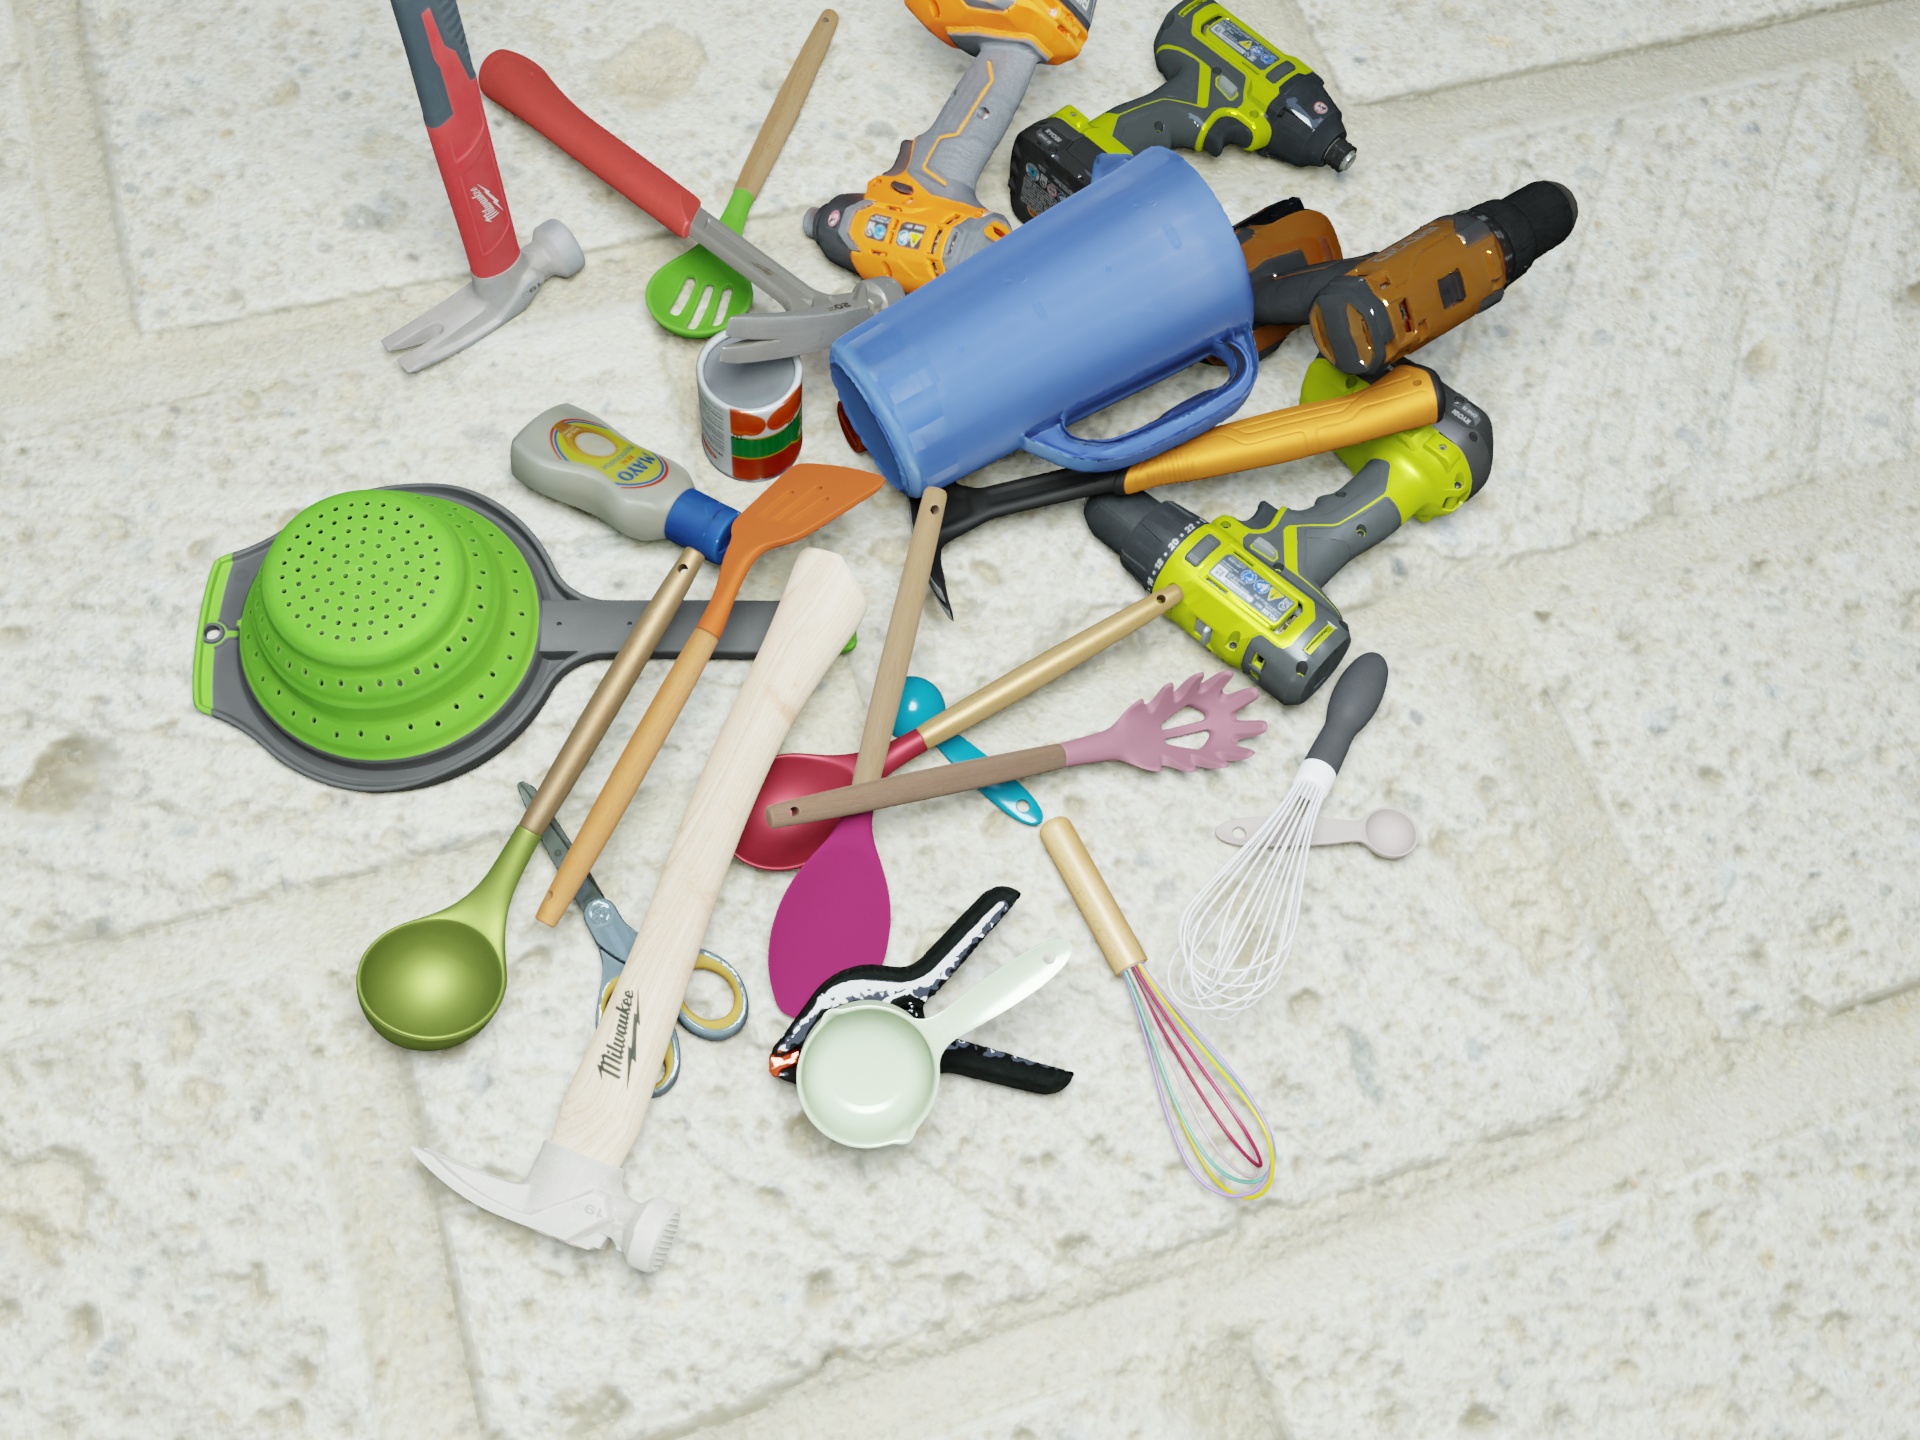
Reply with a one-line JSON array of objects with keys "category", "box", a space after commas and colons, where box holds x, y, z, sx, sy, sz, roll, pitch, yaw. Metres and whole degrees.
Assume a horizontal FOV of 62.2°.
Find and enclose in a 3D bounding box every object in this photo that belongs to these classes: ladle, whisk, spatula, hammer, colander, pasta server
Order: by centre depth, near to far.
[{"category": "hammer", "box": [-0.297, -0.340, 0.885, 0.143, 0.386, 0.038, -40, 78, -18]}, {"category": "ladle", "box": [-0.230, 0.038, 0.893, 0.078, 0.062, 0.320, 29, 81, 2]}, {"category": "hammer", "box": [-0.159, 0.084, 0.899, 0.146, 0.038, 0.411, 18, 73, 7]}, {"category": "spatula", "box": [-0.151, -0.024, 0.914, 0.081, 0.041, 0.323, 16, 72, 39]}, {"category": "whisk", "box": [0.113, 0.160, 0.919, 0.051, 0.047, 0.245, -21, 69, -19]}, {"category": "pasta server", "box": [0.038, 0.024, 0.935, 0.316, 0.040, 0.060, -11, 83, -24]}, {"category": "colander", "box": [-0.259, -0.068, 0.942, 0.397, 0.094, 0.205, 0, 69, -6]}, {"category": "whisk", "box": [0.198, 0.059, 0.950, 0.070, 0.070, 0.285, 30, 58, 6]}, {"category": "ladle", "box": [-0.002, -0.003, 0.957, 0.315, 0.031, 0.069, -29, 82, -7]}, {"category": "hammer", "box": [0.133, -0.156, 0.987, 0.337, 0.034, 0.127, -13, 55, 6]}, {"category": "hammer", "box": [-0.206, -0.343, 1.036, 0.359, 0.036, 0.149, 40, 42, 23]}]

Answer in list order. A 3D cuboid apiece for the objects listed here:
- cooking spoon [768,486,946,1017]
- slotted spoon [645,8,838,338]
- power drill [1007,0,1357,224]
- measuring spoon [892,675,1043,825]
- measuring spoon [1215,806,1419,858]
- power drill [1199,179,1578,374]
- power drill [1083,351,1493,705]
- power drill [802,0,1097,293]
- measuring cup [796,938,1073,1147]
[{"category": "cooking spoon", "box": [-0.050, 0.018, 0.926, 0.068, 0.017, 0.319, 14, 86, -14]}, {"category": "slotted spoon", "box": [-0.141, -0.385, 1.113, 0.070, 0.031, 0.314, 17, 66, 3]}, {"category": "power drill", "box": [0.159, -0.405, 1.122, 0.223, 0.080, 0.171, -40, 74, -21]}, {"category": "measuring spoon", "box": [0.002, 0.018, 0.973, 0.129, 0.021, 0.042, 41, 71, 12]}, {"category": "measuring spoon", "box": [0.219, 0.072, 0.981, 0.124, 0.018, 0.034, 0, 58, 2]}, {"category": "power drill", "box": [0.257, -0.288, 1.012, 0.185, 0.226, 0.084, -32, 116, -16]}, {"category": "power drill", "box": [0.211, -0.142, 1.027, 0.191, 0.080, 0.228, 41, 73, 19]}, {"category": "power drill", "box": [-0.015, -0.396, 1.056, 0.164, 0.084, 0.226, 22, 95, 32]}, {"category": "measuring cup", "box": [-0.012, 0.165, 0.864, 0.167, 0.038, 0.083, -32, 92, -6]}]
